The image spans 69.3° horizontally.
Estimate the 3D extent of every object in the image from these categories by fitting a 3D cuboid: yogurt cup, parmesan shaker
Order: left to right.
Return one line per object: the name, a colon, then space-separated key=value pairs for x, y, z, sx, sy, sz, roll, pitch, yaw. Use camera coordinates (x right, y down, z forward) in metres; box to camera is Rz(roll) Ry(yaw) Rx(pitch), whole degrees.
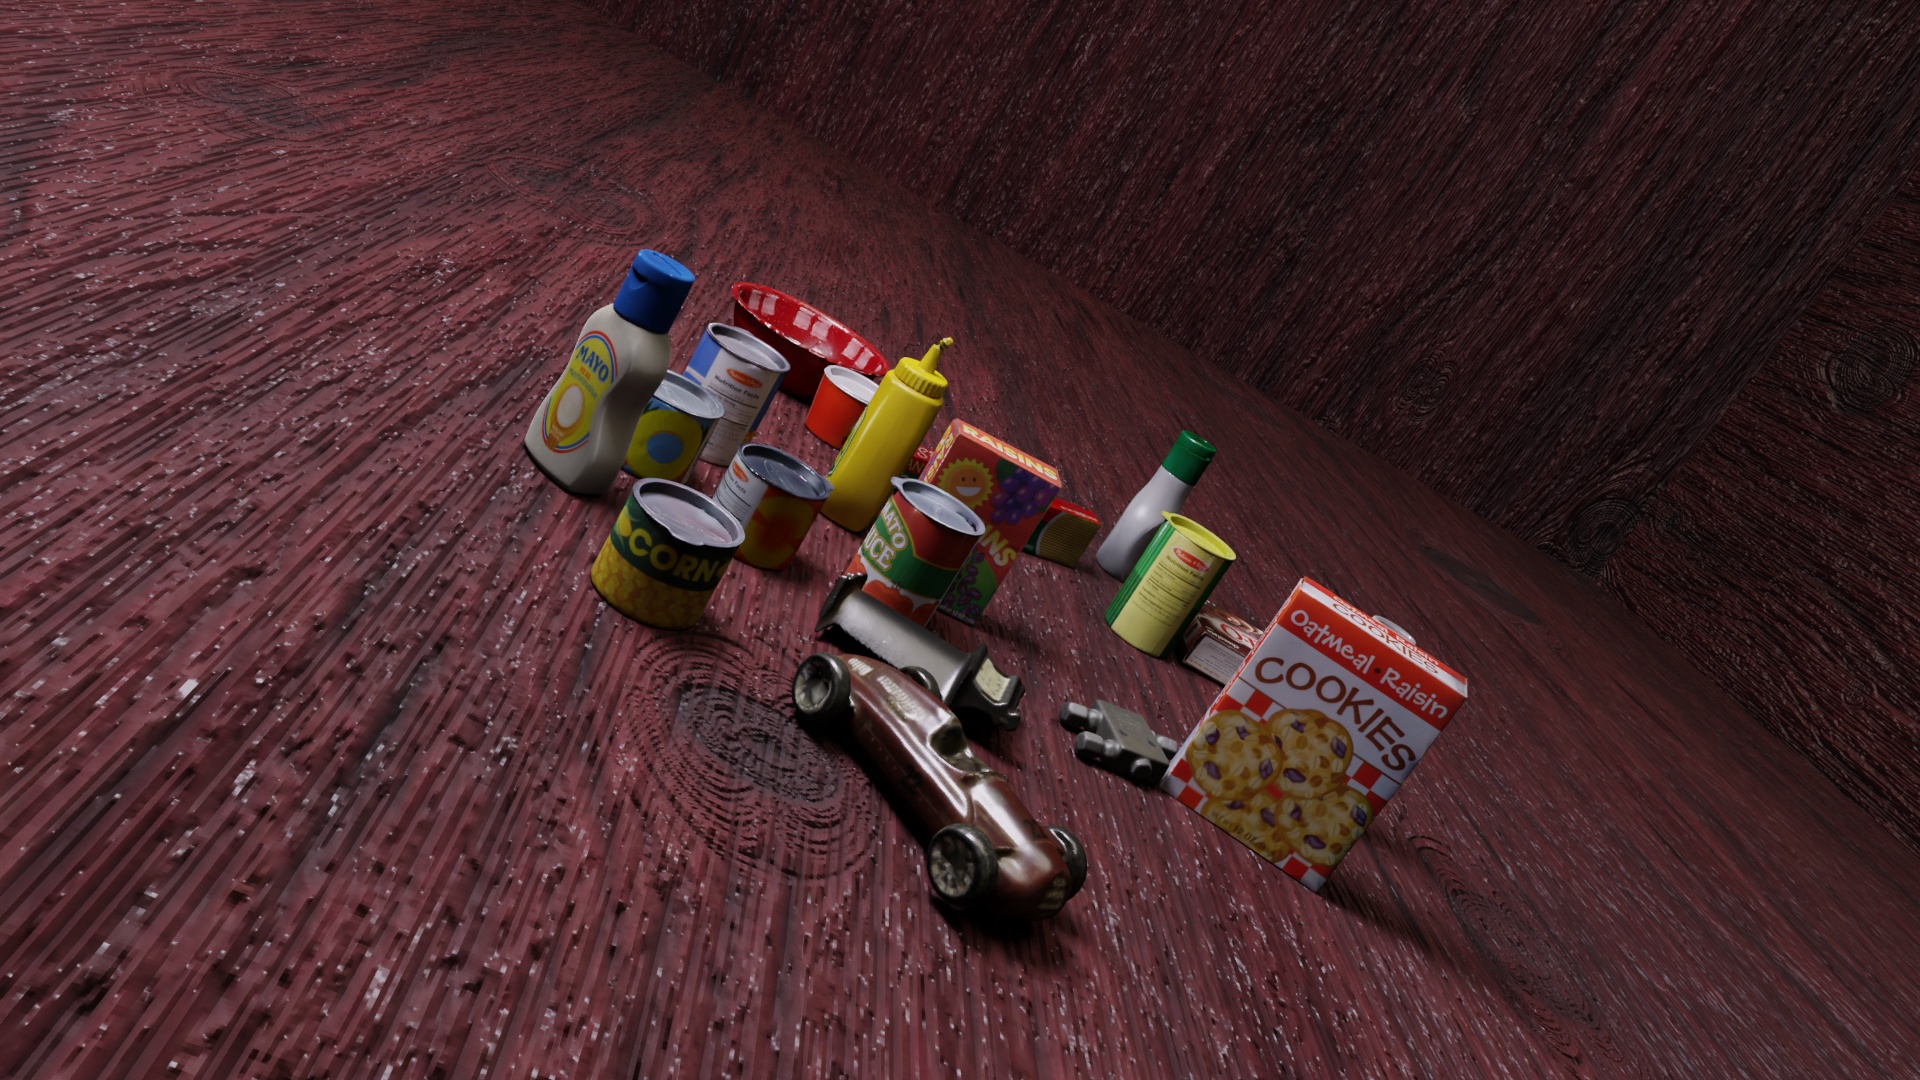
yogurt cup: x=-0.098 y=-0.111 z=1.194 sx=0.072 sy=0.053 sz=0.072 roll=28 pitch=18 yaw=-10
parmesan shaker: x=0.171 y=0.036 z=1.155 sx=0.071 sy=0.102 sz=0.071 roll=28 pitch=18 yaw=-10

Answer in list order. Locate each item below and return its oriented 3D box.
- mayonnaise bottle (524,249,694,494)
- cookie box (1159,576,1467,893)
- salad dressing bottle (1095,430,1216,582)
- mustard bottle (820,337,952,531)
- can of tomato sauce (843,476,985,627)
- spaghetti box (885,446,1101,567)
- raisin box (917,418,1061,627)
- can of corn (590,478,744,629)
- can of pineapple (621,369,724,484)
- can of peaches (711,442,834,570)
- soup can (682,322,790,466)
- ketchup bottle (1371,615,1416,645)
mayonnaise bottle: x=-0.209 y=-0.103 z=0.838 sx=0.065 sy=0.147 sz=0.041 roll=41 pitch=20 yaw=28
cookie box: x=0.228 y=0.126 z=0.905 sx=0.123 sy=0.167 sz=0.040 roll=34 pitch=17 yaw=8
salad dressing bottle: x=0.181 y=-0.031 z=1.278 sx=0.044 sy=0.147 sz=0.064 roll=41 pitch=20 yaw=27
mustard bottle: x=-0.050 y=-0.084 z=1.025 sx=0.049 sy=0.159 sz=0.065 roll=30 pitch=17 yaw=-6
can of tomato sauce: x=-0.034 y=0.010 z=0.927 sx=0.071 sy=0.083 sz=0.071 roll=28 pitch=18 yaw=-10
spaghetti box: x=0.012 y=-0.033 z=1.171 sx=0.250 sy=0.050 sz=0.029 roll=18 pitch=22 yaw=-35
raisin box: x=0.004 y=-0.012 z=0.981 sx=0.086 sy=0.123 sz=0.040 roll=27 pitch=18 yaw=-13
can of corn: x=-0.162 y=0.009 z=0.764 sx=0.071 sy=0.058 sz=0.071 roll=28 pitch=18 yaw=-10
can of pineapple: x=-0.202 y=-0.077 z=0.929 sx=0.071 sy=0.057 sz=0.071 roll=28 pitch=18 yaw=-10
can of peaches: x=-0.125 y=-0.021 z=0.904 sx=0.071 sy=0.058 sz=0.071 roll=28 pitch=18 yaw=-10
soup can: x=-0.173 y=-0.107 z=1.014 sx=0.071 sy=0.083 sz=0.071 roll=28 pitch=18 yaw=-10
ketchup bottle: x=0.275 y=0.124 z=1.015 sx=0.065 sy=0.148 sz=0.044 roll=30 pitch=17 yaw=-4
